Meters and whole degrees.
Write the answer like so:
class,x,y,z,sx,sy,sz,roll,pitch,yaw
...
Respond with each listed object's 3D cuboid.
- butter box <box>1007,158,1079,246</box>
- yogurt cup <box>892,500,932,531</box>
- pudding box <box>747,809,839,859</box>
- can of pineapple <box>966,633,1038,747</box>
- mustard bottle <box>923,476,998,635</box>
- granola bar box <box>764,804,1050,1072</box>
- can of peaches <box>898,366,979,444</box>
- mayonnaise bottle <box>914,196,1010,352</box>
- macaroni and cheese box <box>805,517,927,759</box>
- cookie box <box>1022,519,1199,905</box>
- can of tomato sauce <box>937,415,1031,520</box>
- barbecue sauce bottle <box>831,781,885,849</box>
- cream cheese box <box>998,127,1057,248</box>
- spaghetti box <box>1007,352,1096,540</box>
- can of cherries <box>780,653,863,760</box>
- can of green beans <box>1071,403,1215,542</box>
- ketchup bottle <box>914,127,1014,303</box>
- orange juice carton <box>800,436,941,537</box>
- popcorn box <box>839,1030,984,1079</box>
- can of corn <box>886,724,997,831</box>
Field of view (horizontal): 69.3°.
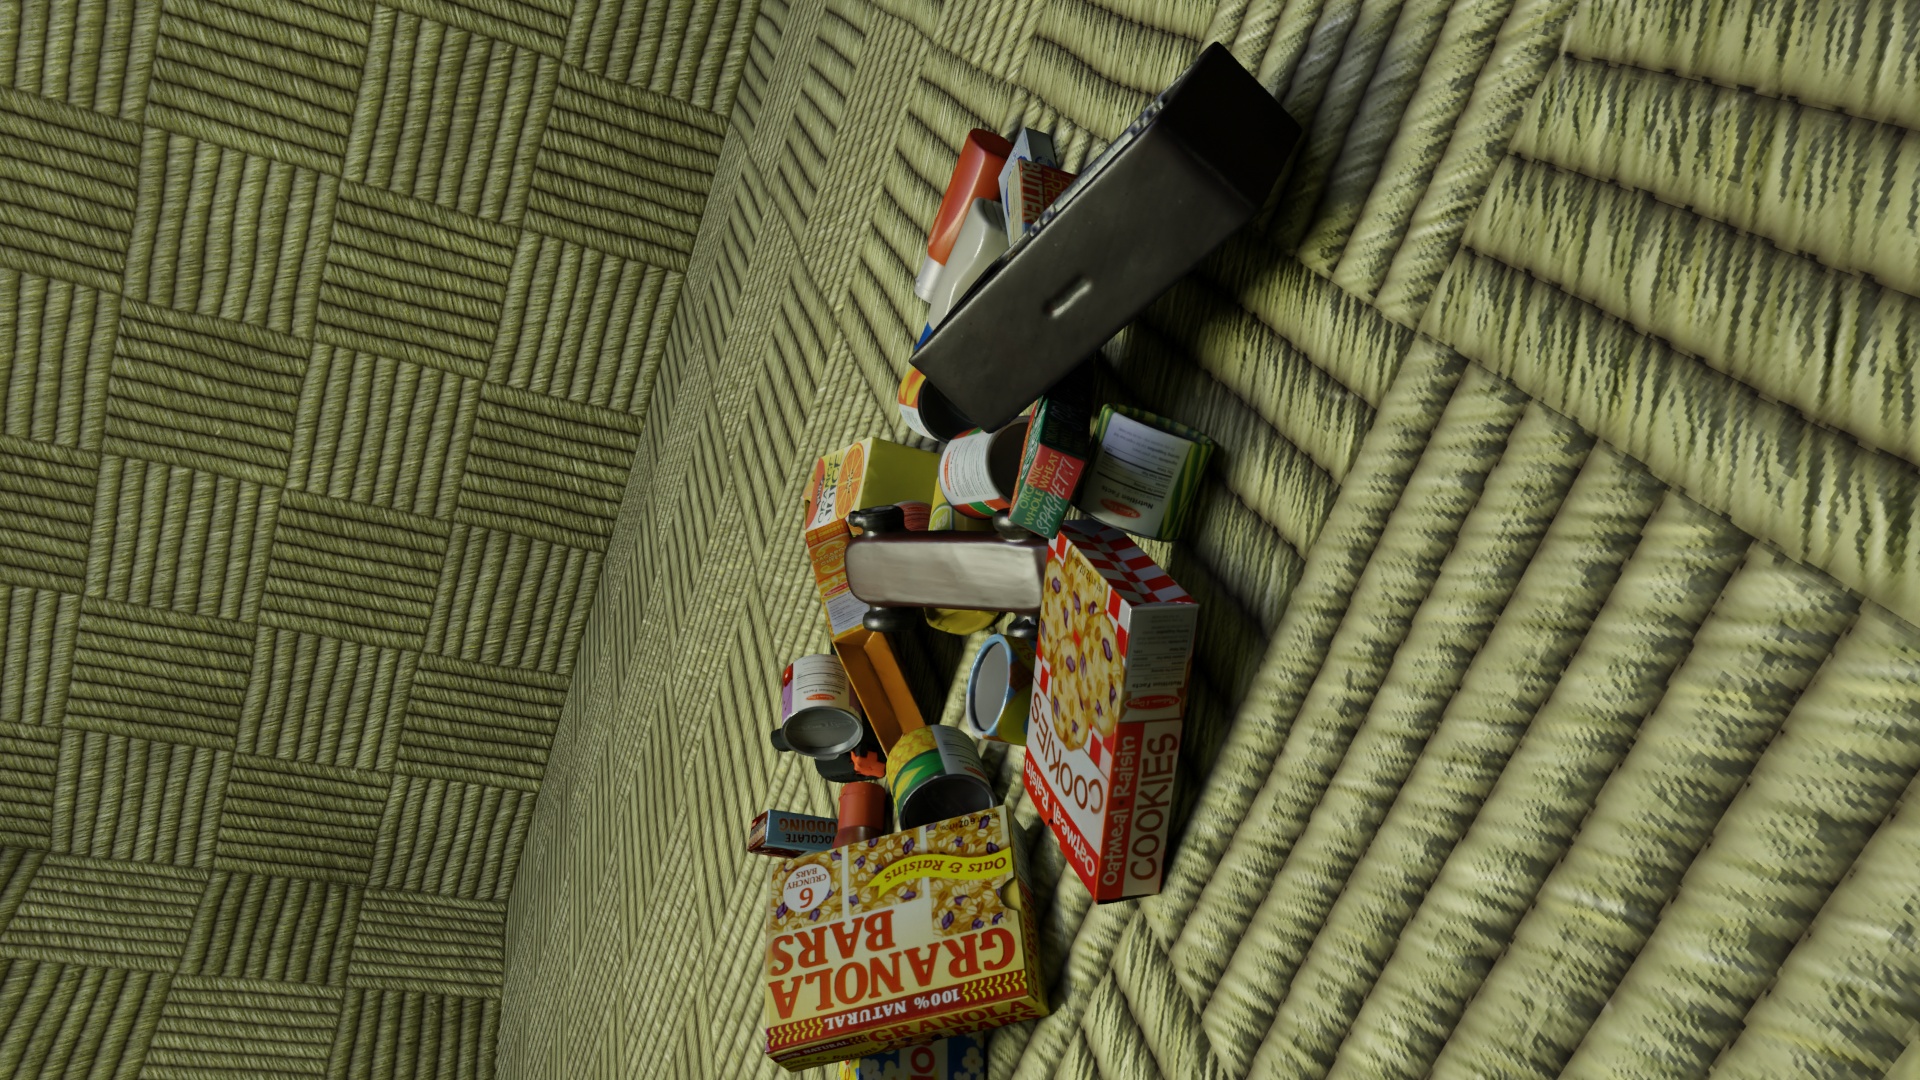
class,x,y,z,sx,sy,sz,roll,pitch,yaw
butter box,0.063,-0.225,0.993,0.024,0.053,0.104,125,151,-51
yogurt cup,-0.036,0.010,1.096,0.072,0.072,0.054,-67,31,26
pudding box,-0.131,0.250,1.168,0.049,0.084,0.030,138,140,-57
can of pineapple,0.043,0.092,0.850,0.071,0.058,0.071,-166,89,-69
mustard bottle,0.004,-0.013,1.024,0.065,0.049,0.161,-37,44,51
granola bar box,-0.037,0.241,0.844,0.039,0.165,0.125,61,-164,-47
can of peaches,-0.009,-0.112,1.095,0.058,0.071,0.071,-155,78,-69
mayonnaise bottle,0.003,-0.207,1.154,0.065,0.041,0.147,-102,31,-50
macaroni and cheese box,-0.076,0.074,1.098,0.167,0.040,0.123,-116,4,-59
cookie box,0.075,0.088,0.743,0.123,0.040,0.166,-127,39,-64
can of tomato sauce,0.032,-0.049,0.954,0.083,0.071,0.071,173,109,-68
barbecue sauce bottle,-0.080,0.265,1.085,0.064,0.044,0.149,132,145,-52
cream cheese box,0.055,-0.269,1.079,0.053,0.024,0.104,121,153,-42
spaghetti box,0.058,-0.070,0.830,0.251,0.029,0.050,-73,4,-67
can of cherries,-0.114,0.137,1.143,0.059,0.071,0.071,-98,29,-46
can of green beans,0.100,-0.038,0.768,0.071,0.071,0.057,-129,55,-64
ketchup bottle,0.001,-0.274,1.191,0.065,0.043,0.148,-105,34,-53
orange juice carton,-0.083,-0.038,1.231,0.192,0.072,0.073,170,111,-67
popcorn box,-0.030,0.350,0.847,0.038,0.085,0.127,130,146,-53
can of corn,-0.016,0.169,0.940,0.058,0.071,0.071,-114,42,-59
